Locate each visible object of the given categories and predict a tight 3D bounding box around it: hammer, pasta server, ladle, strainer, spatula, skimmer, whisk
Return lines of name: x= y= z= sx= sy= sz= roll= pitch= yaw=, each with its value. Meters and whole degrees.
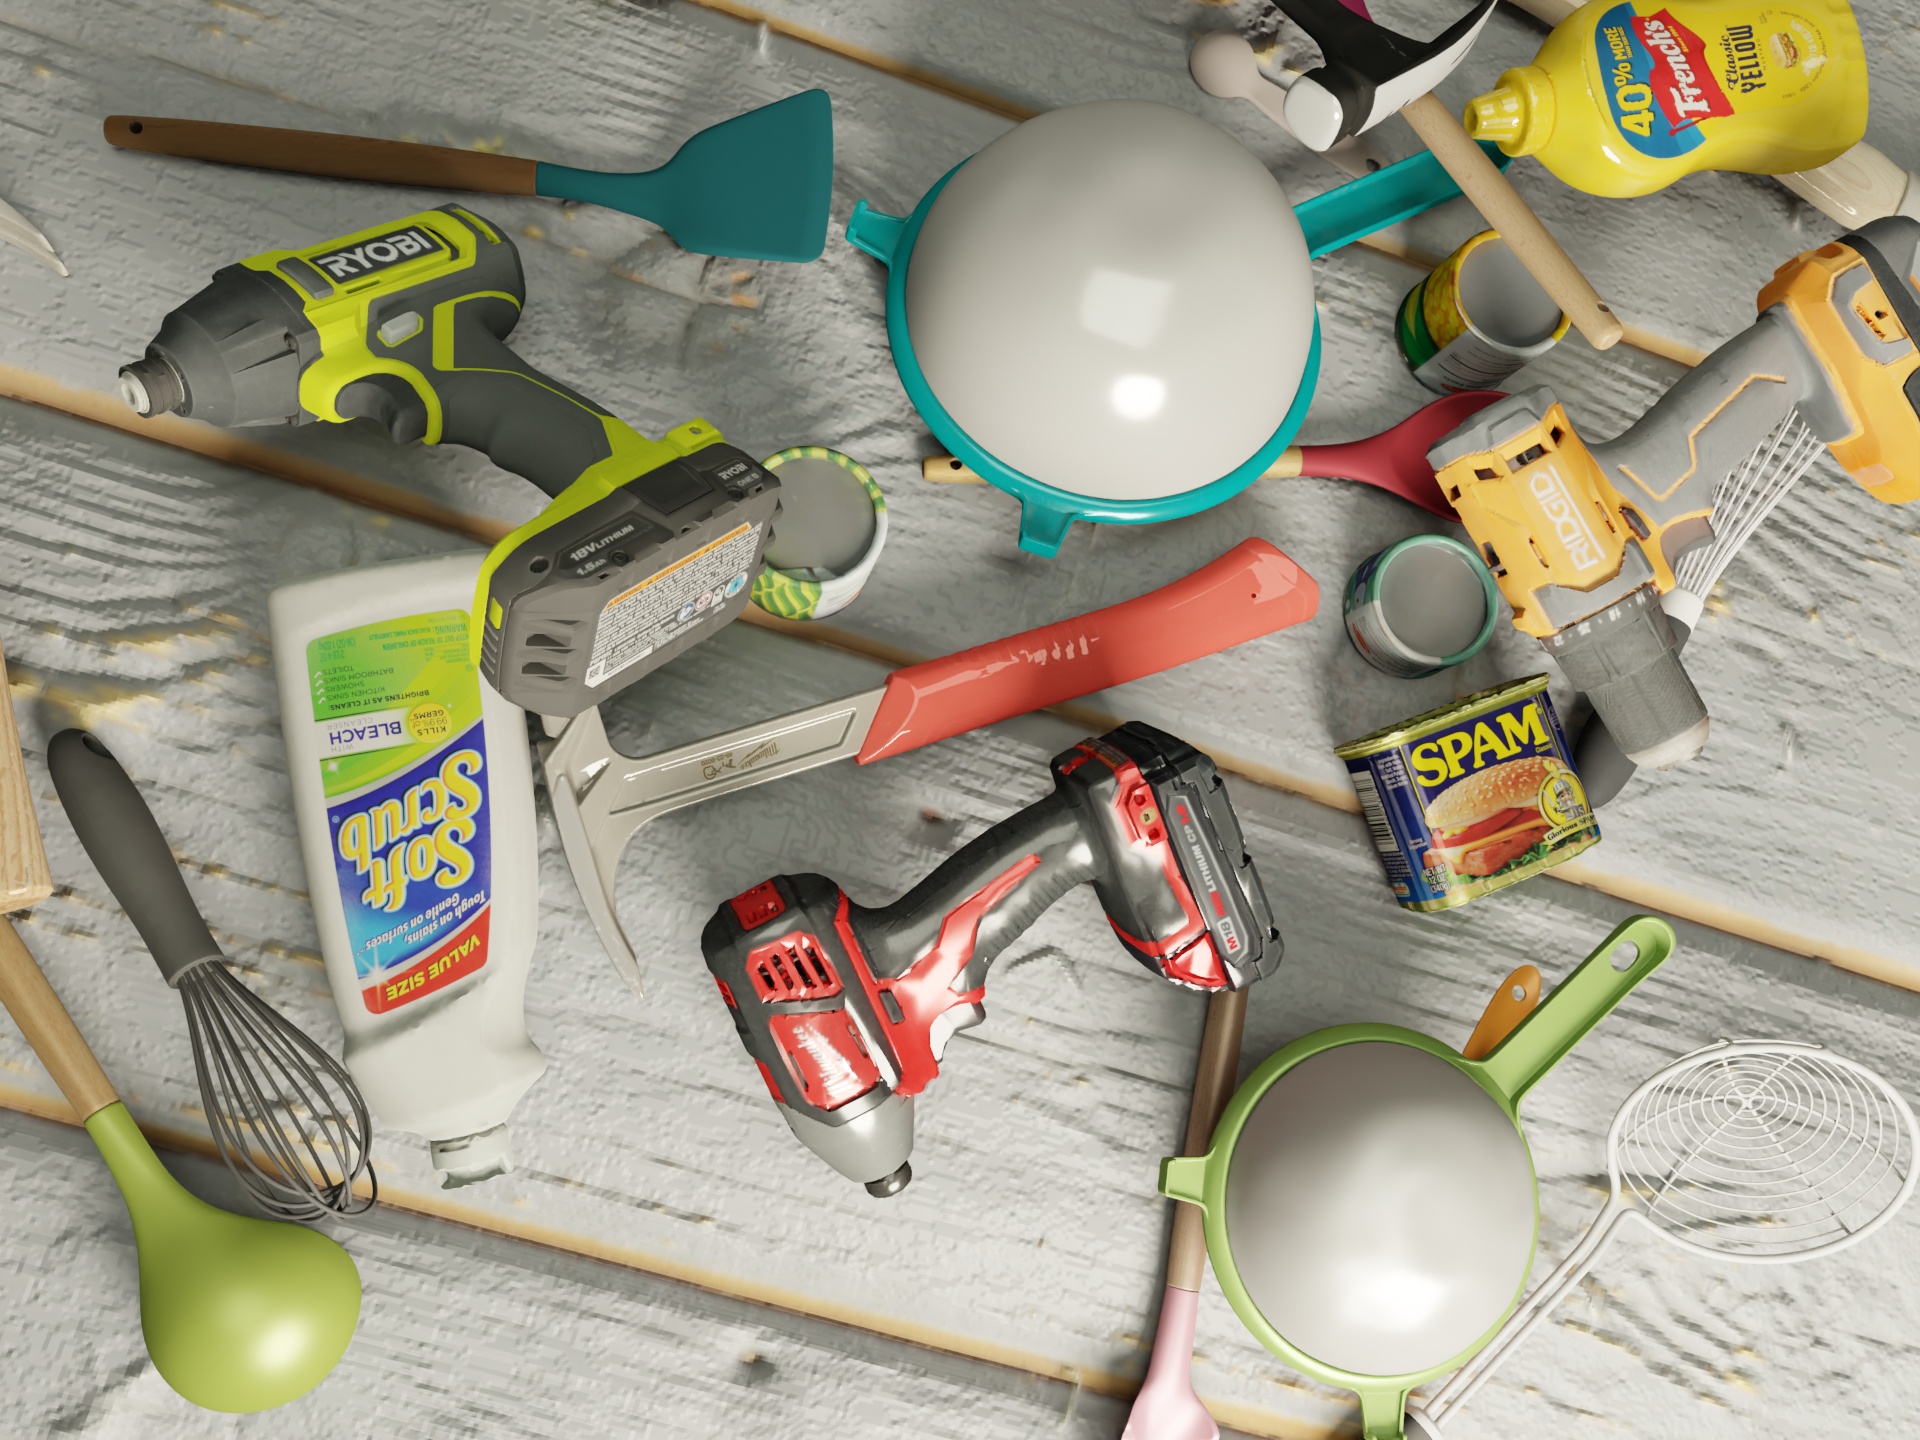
hammer: x=0.361 y=-0.364 z=0.839 sx=0.410 sy=0.038 sz=0.146 roll=29 pitch=76 yaw=-4
hammer: x=-0.001 y=-0.002 z=0.708 sx=0.359 sy=0.037 sz=0.149 roll=-17 pitch=100 yaw=-16
pasta server: x=0.106 y=0.223 z=0.698 sx=0.060 sy=0.040 sz=0.316 roll=16 pitch=77 yaw=-20
hammer: x=-0.415 y=-0.083 z=0.645 sx=0.130 sy=0.031 sz=0.331 roll=-15 pitch=79 yaw=-13
ladle: x=-0.350 y=0.134 z=0.635 sx=0.078 sy=0.062 sz=0.320 roll=-37 pitch=82 yaw=-7
strainer: x=0.131 y=-0.229 z=0.733 sx=0.340 sy=0.095 sz=0.211 roll=-26 pitch=78 yaw=-13
spatula: x=-0.217 y=-0.253 z=0.713 sx=0.317 sy=0.044 sz=0.082 roll=3 pitch=84 yaw=-9
skimmer: x=0.260 y=0.276 z=0.689 sx=0.363 sy=0.090 sz=0.127 roll=-39 pitch=106 yaw=-12
whisk: x=0.366 y=-0.083 z=0.788 sx=0.070 sy=0.070 sz=0.284 roll=30 pitch=82 yaw=-5
ladle: x=0.138 y=-0.124 z=0.765 sx=0.315 sy=0.031 sz=0.069 roll=-2 pitch=79 yaw=-9
hammer: x=0.103 y=-0.412 z=0.766 sx=0.127 sy=0.034 sz=0.337 roll=-36 pitch=76 yaw=-23
strainer: x=0.219 y=0.167 z=0.657 sx=0.256 sy=0.069 sz=0.151 roll=-40 pitch=89 yaw=-12
whisk: x=-0.300 y=0.098 z=0.630 sx=0.055 sy=0.055 sz=0.239 roll=-34 pitch=76 yaw=-13

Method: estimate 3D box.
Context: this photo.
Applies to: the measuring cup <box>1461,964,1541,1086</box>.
measuring cup: x=0.206 y=0.183 z=0.716 sx=0.095 sy=0.052 sz=0.174 roll=37 pitch=75 yaw=-3

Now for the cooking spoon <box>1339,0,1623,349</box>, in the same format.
cooking spoon: x=0.218 y=-0.297 z=0.761 sx=0.068 sy=0.017 sz=0.319 roll=-15 pitch=64 yaw=-27

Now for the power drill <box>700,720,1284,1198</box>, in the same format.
power drill: x=0.015 y=0.101 z=0.672 sx=0.219 sy=0.079 sz=0.143 roll=-25 pitch=105 yaw=-10

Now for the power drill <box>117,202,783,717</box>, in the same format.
power drill: x=-0.197 y=-0.109 z=0.628 sx=0.223 sy=0.080 sz=0.171 roll=39 pitch=47 yaw=14

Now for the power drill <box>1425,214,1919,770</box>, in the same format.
power drill: x=0.354 y=-0.101 z=0.727 sx=0.226 sy=0.084 sz=0.185 roll=-29 pitch=87 yaw=3

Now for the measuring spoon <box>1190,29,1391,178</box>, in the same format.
measuring spoon: x=0.172 y=-0.310 z=0.805 sx=0.124 sy=0.018 sz=0.034 roll=33 pitch=77 yaw=-5
